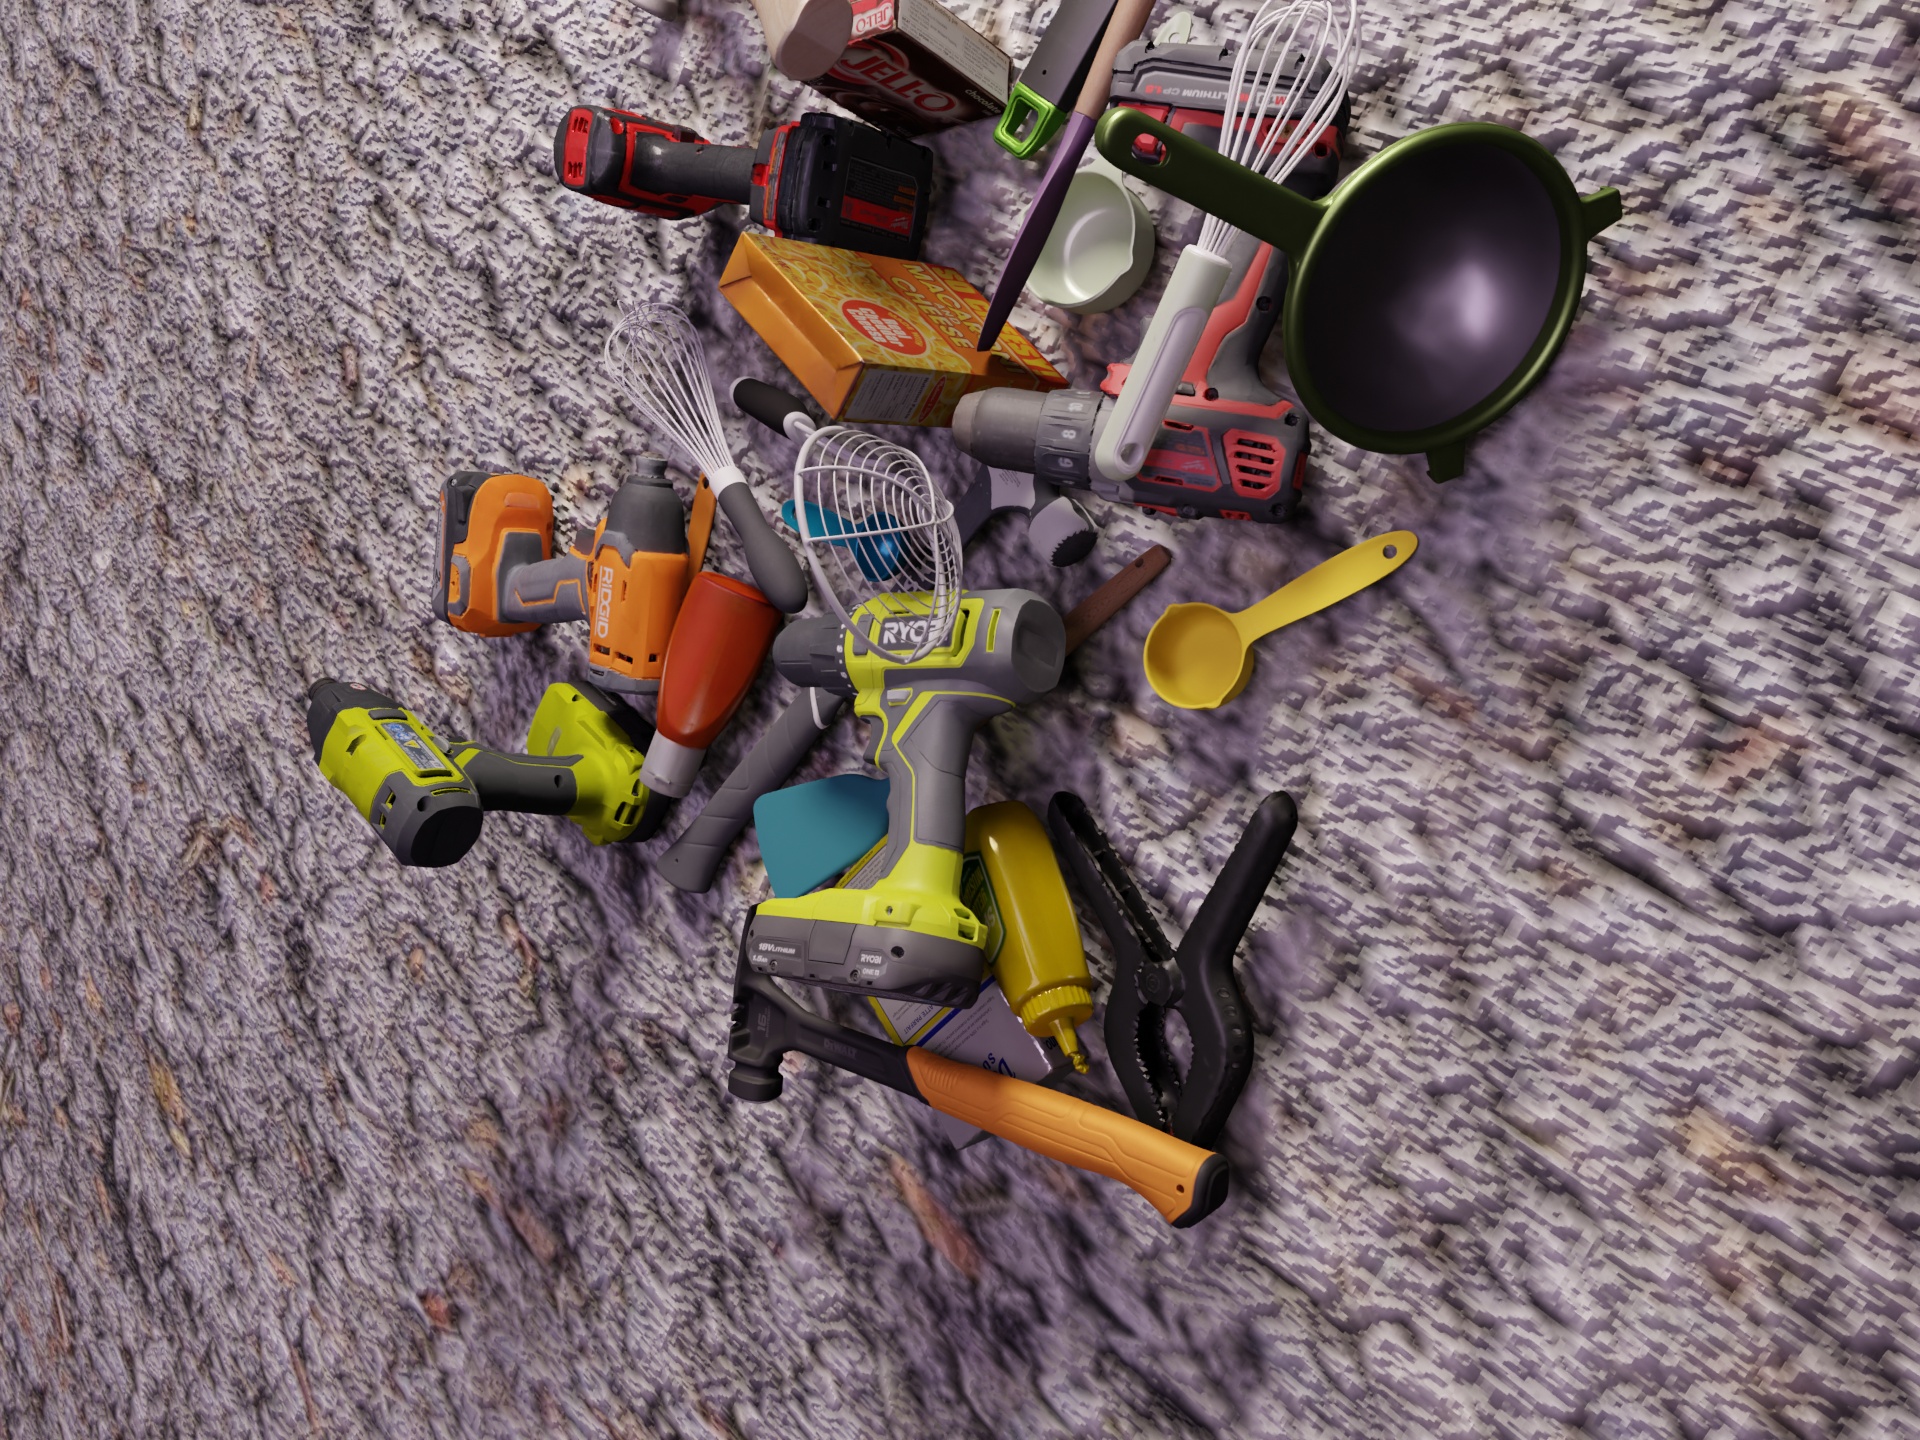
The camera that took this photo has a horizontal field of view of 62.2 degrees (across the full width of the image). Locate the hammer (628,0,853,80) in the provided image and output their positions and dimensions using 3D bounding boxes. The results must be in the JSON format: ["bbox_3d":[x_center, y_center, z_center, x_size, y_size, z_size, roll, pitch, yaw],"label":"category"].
[{"bbox_3d":[-0.128,-0.464,0.952,0.146,0.038,0.411,-61,32,20],"label":"hammer"}]

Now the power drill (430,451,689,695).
[{"bbox_3d":[-0.280,-0.120,1.135,0.227,0.084,0.164,17,104,37],"label":"power drill"}]

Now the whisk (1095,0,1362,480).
[{"bbox_3d":[0.122,-0.226,0.752,0.059,0.057,0.246,51,123,53],"label":"whisk"}]

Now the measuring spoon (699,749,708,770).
[{"bbox_3d":[-0.169,-0.017,1.100,0.034,0.018,0.124,30,102,11],"label":"measuring spoon"}]

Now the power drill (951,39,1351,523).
[{"bbox_3d":[0.099,-0.221,0.821,0.188,0.080,0.226,11,99,15],"label":"power drill"}]

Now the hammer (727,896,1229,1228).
[{"bbox_3d":[-0.002,0.199,0.897,0.337,0.034,0.127,13,100,36],"label":"hammer"}]

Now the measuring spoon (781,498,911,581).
[{"bbox_3d":[-0.069,-0.116,0.981,0.129,0.021,0.042,27,106,47],"label":"measuring spoon"}]

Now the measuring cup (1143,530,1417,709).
[{"bbox_3d":[0.169,-0.055,0.832,0.156,0.029,0.062,-29,72,22],"label":"measuring cup"}]

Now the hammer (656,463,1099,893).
[{"bbox_3d":[-0.082,-0.028,1.016,0.409,0.036,0.149,-48,61,27],"label":"hammer"}]

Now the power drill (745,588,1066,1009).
[{"bbox_3d":[-0.046,0.036,0.893,0.191,0.080,0.229,0,73,38],"label":"power drill"}]

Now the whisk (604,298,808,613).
[{"bbox_3d":[-0.166,-0.179,1.059,0.070,0.070,0.285,-46,61,28],"label":"whisk"}]

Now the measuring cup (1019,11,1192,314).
[{"bbox_3d":[0.093,-0.305,0.882,0.083,0.038,0.167,35,106,30],"label":"measuring cup"}]

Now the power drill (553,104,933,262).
[{"bbox_3d":[-0.133,-0.339,1.002,0.220,0.143,0.078,19,105,30],"label":"power drill"}]

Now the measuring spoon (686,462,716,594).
[{"bbox_3d":[-0.188,-0.123,1.114,0.021,0.011,0.117,20,102,36],"label":"measuring spoon"}]

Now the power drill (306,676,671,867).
[{"bbox_3d":[-0.319,0.025,1.080,0.171,0.223,0.080,40,112,31],"label":"power drill"}]

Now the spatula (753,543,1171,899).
[{"bbox_3d":[-0.001,-0.003,0.939,0.317,0.044,0.082,-41,49,26],"label":"spatula"}]

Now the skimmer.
[{"bbox_3d":[-0.095,-0.138,0.923,0.090,0.127,0.364,-43,33,-4],"label":"skimmer"}]

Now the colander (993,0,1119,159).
[{"bbox_3d":[0.108,-0.489,0.834,0.205,0.094,0.397,46,116,29],"label":"colander"}]

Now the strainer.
[{"bbox_3d":[0.162,-0.219,0.720,0.151,0.256,0.069,-63,27,21],"label":"strainer"}]

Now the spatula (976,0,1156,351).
[{"bbox_3d":[0.076,-0.337,0.822,0.018,0.060,0.316,27,107,6],"label":"spatula"}]
